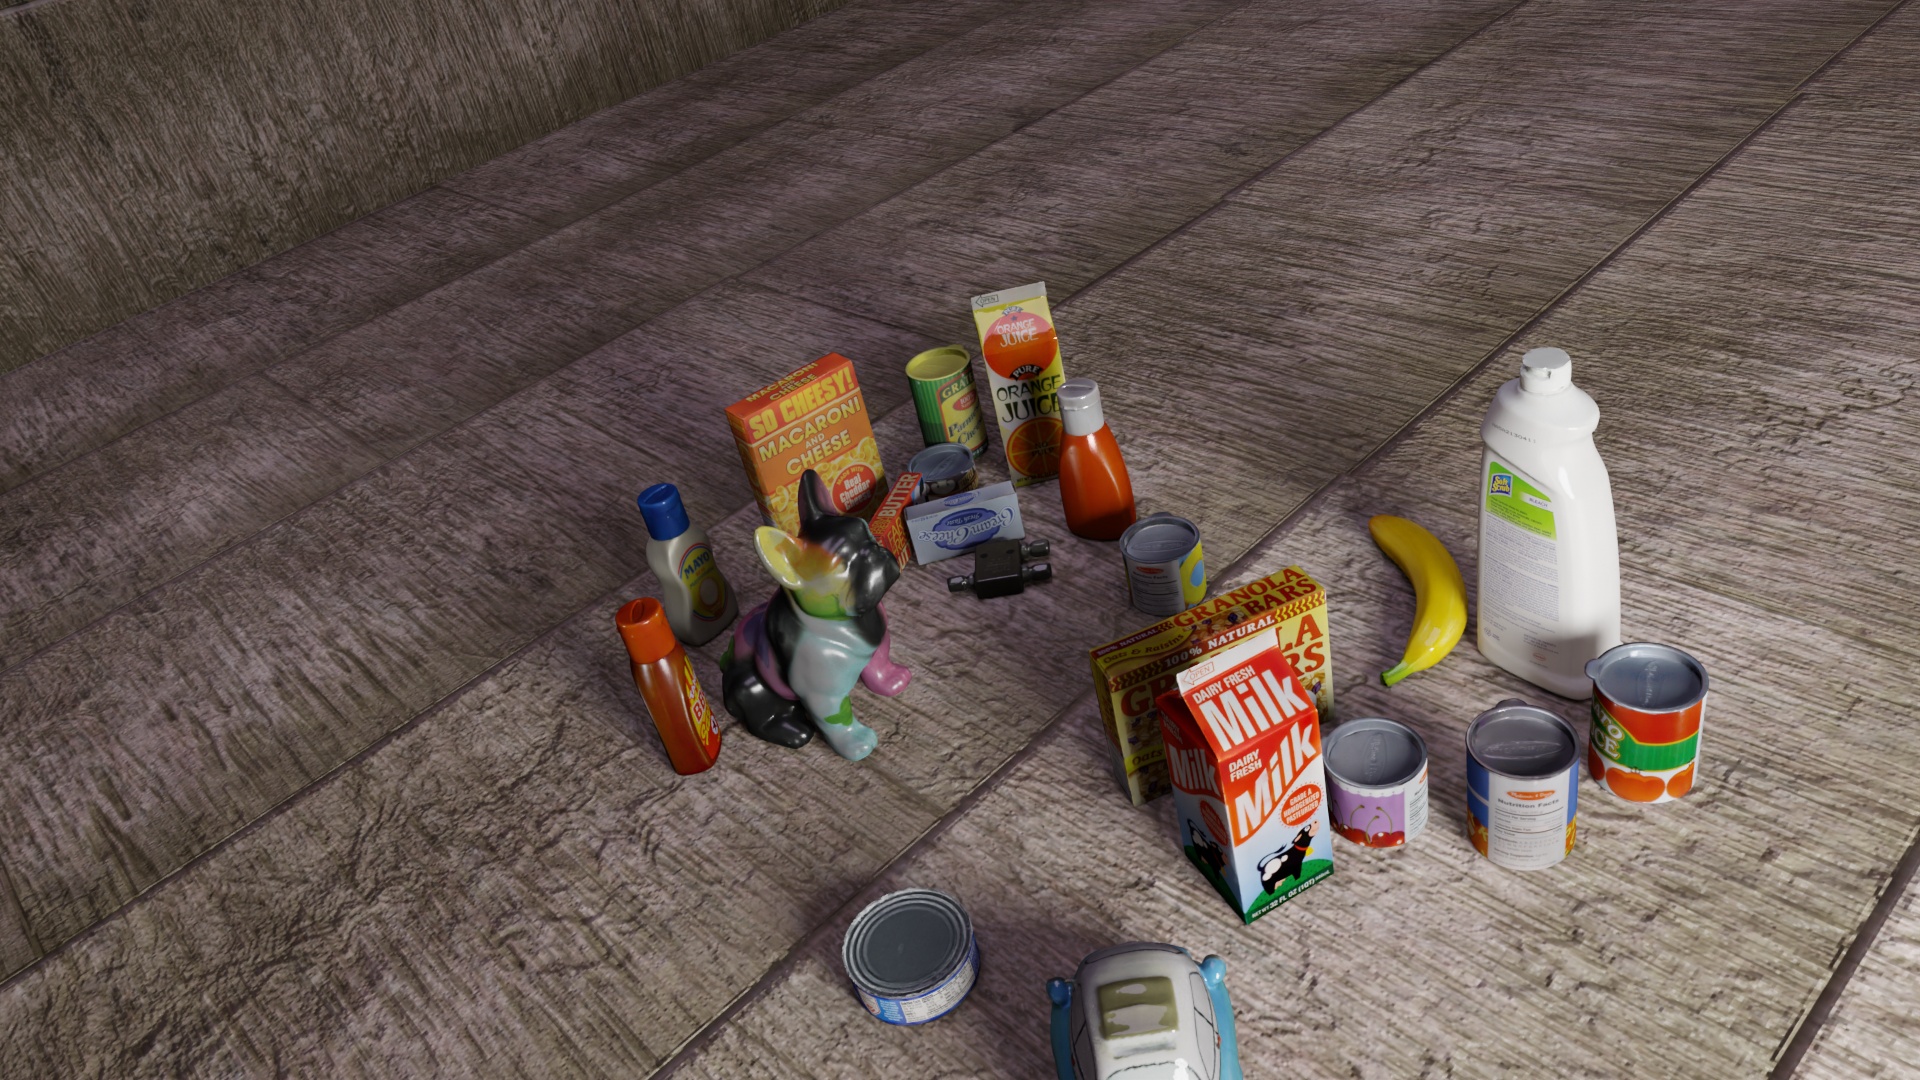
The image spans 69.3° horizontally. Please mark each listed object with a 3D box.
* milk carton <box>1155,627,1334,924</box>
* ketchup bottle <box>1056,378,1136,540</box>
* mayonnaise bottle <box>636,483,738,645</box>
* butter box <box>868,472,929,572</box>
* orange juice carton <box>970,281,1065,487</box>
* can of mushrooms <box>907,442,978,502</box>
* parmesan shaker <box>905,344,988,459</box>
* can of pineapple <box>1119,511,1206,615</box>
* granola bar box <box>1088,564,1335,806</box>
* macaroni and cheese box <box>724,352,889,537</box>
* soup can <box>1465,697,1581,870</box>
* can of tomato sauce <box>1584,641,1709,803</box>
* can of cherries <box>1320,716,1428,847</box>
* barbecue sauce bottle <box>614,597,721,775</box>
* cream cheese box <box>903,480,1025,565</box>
[{"bbox_3d":[0.177,0.140,0.867,0.072,0.189,0.073,-25,35,-15],"label":"milk carton"},{"bbox_3d":[0.115,-0.071,1.228,0.065,0.148,0.044,8,40,29],"label":"ketchup bottle"},{"bbox_3d":[-0.245,0.019,1.231,0.041,0.147,0.065,14,43,35],"label":"mayonnaise bottle"},{"bbox_3d":[-0.057,-0.014,1.294,0.024,0.053,0.104,2,37,23],"label":"butter box"},{"bbox_3d":[0.063,-0.154,1.327,0.072,0.191,0.073,-13,34,3],"label":"orange juice carton"},{"bbox_3d":[-0.015,-0.064,1.368,0.071,0.033,0.071,-10,34,7],"label":"can of mushrooms"},{"bbox_3d":[-0.011,-0.137,1.409,0.071,0.102,0.072,-10,34,7],"label":"parmesan shaker"},{"bbox_3d":[0.170,0.020,1.159,0.071,0.057,0.071,-10,34,7],"label":"can of pineapple"},{"bbox_3d":[0.179,0.102,0.980,0.166,0.123,0.039,-22,35,-10],"label":"granola bar box"},{"bbox_3d":[-0.141,-0.077,1.315,0.124,0.165,0.040,-32,38,-24],"label":"macaroni and cheese box"},{"bbox_3d":[0.354,0.154,0.878,0.071,0.083,0.072,-10,34,7],"label":"soup can"},{"bbox_3d":[0.441,0.118,0.898,0.071,0.082,0.071,-10,34,7],"label":"can of tomato sauce"},{"bbox_3d":[0.273,0.160,0.921,0.071,0.058,0.072,-10,34,7],"label":"can of cherries"},{"bbox_3d":[-0.230,0.113,1.092,0.044,0.147,0.065,-13,34,2],"label":"barbecue sauce bottle"},{"bbox_3d":[0.005,-0.016,1.275,0.104,0.053,0.024,-15,34,-1],"label":"cream cheese box"}]
